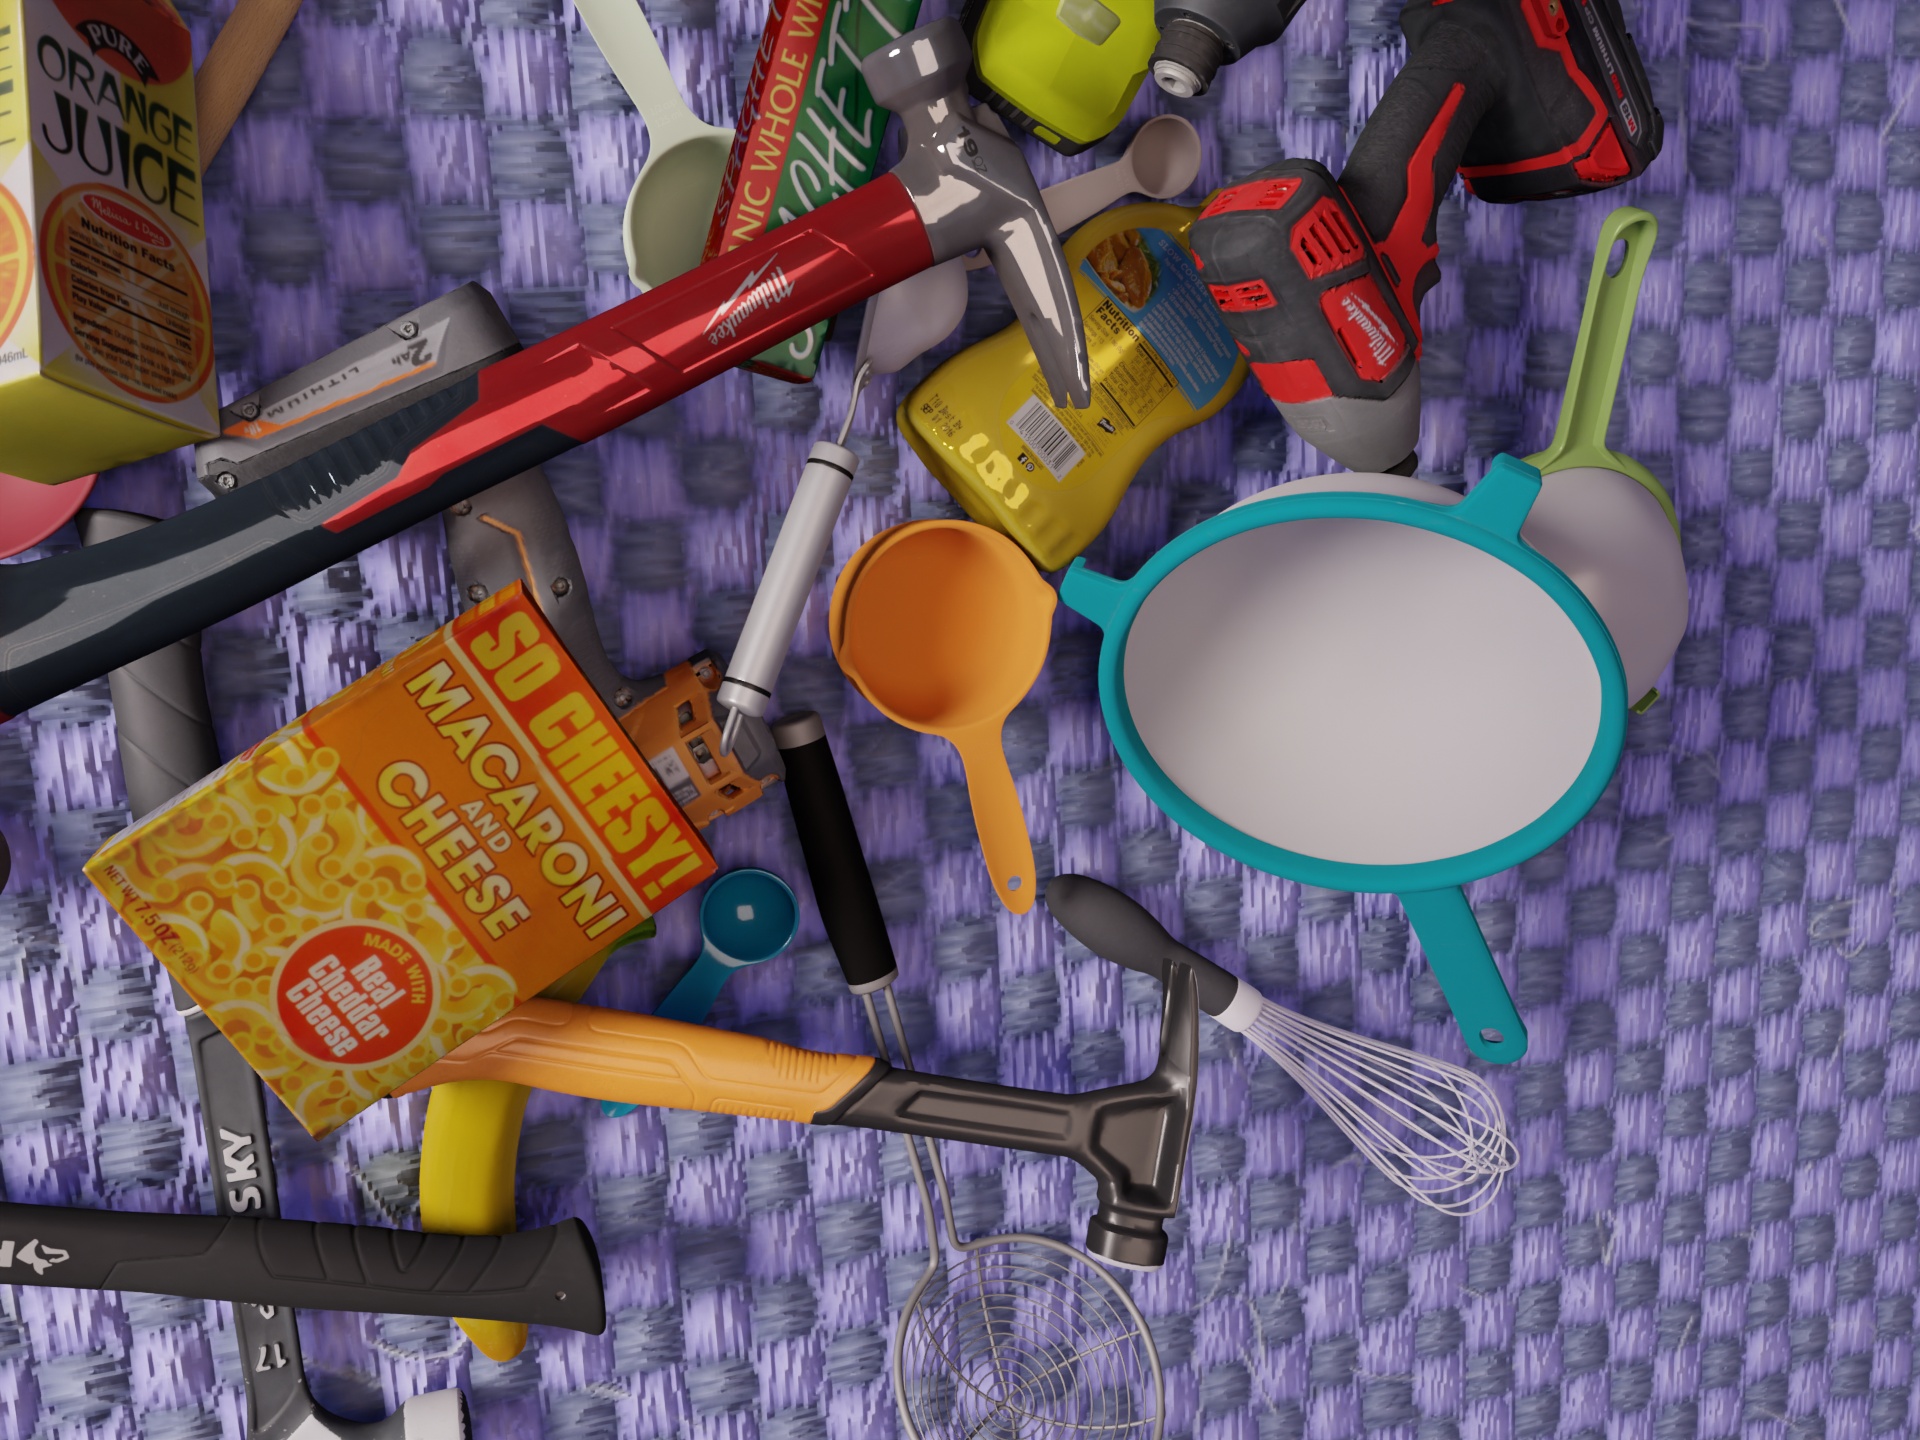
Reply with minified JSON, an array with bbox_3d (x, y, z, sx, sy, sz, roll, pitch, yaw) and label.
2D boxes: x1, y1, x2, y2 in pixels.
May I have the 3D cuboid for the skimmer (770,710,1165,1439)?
[{"bbox_3d":[-0.004,0.170,0.683,0.127,0.090,0.363,-24,105,-35],"label":"skimmer"}]

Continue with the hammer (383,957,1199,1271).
[{"bbox_3d":[-0.067,0.136,0.634,0.336,0.034,0.127,10,86,-12],"label":"hammer"}]

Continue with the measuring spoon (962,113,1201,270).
[{"bbox_3d":[0.045,-0.223,0.679,0.124,0.018,0.034,-27,120,-6],"label":"measuring spoon"}]

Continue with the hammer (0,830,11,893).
[{"bbox_3d":[-0.405,-0.110,0.525,0.149,0.037,0.359,-2,95,6],"label":"hammer"}]

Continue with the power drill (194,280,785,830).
[{"bbox_3d":[-0.194,-0.025,0.599,0.185,0.084,0.226,-31,111,-10],"label":"power drill"}]

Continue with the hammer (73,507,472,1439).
[{"bbox_3d":[-0.290,0.122,0.613,0.149,0.036,0.409,-7,100,-16],"label":"hammer"}]

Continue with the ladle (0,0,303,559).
[{"bbox_3d":[-0.284,-0.195,0.568,0.069,0.031,0.315,29,87,-4],"label":"ladle"}]

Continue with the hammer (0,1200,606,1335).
[{"bbox_3d":[-0.297,0.202,0.587,0.334,0.035,0.146,11,94,-17],"label":"hammer"}]

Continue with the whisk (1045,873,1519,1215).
[{"bbox_3d":[0.154,0.151,0.752,0.284,0.070,0.070,33,88,-15],"label":"whisk"}]

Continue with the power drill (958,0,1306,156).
[{"bbox_3d":[0.077,-0.284,0.566,0.080,0.223,0.171,26,90,-20],"label":"power drill"}]

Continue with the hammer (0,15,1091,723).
[{"bbox_3d":[-0.137,-0.091,0.535,0.386,0.038,0.143,-30,109,-12],"label":"hammer"}]

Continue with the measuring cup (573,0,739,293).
[{"bbox_3d":[-0.115,-0.228,0.613,0.083,0.038,0.167,-31,105,-11],"label":"measuring cup"}]

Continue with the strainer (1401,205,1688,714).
[{"bbox_3d":[0.286,-0.092,0.708,0.151,0.069,0.256,-7,120,-16],"label":"strainer"}]

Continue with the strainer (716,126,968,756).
[{"bbox_3d":[-0.044,-0.106,0.614,0.050,0.087,0.258,20,82,-1],"label":"strainer"}]

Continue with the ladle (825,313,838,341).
[{"bbox_3d":[-0.019,-0.308,0.622,0.078,0.062,0.320,8,99,-33],"label":"ladle"}]

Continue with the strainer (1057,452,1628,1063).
[{"bbox_3d":[0.200,0.016,0.714,0.340,0.211,0.095,58,36,-31],"label":"strainer"}]

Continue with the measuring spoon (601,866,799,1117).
[{"bbox_3d":[-0.115,0.115,0.681,0.042,0.021,0.128,35,96,-13],"label":"measuring spoon"}]

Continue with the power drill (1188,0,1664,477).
[{"bbox_3d":[0.196,-0.210,0.663,0.220,0.079,0.143,-50,122,-18],"label":"power drill"}]

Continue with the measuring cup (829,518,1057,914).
[{"bbox_3d":[-0.001,-0.002,0.678,0.095,0.052,0.173,-19,106,-13],"label":"measuring cup"}]
